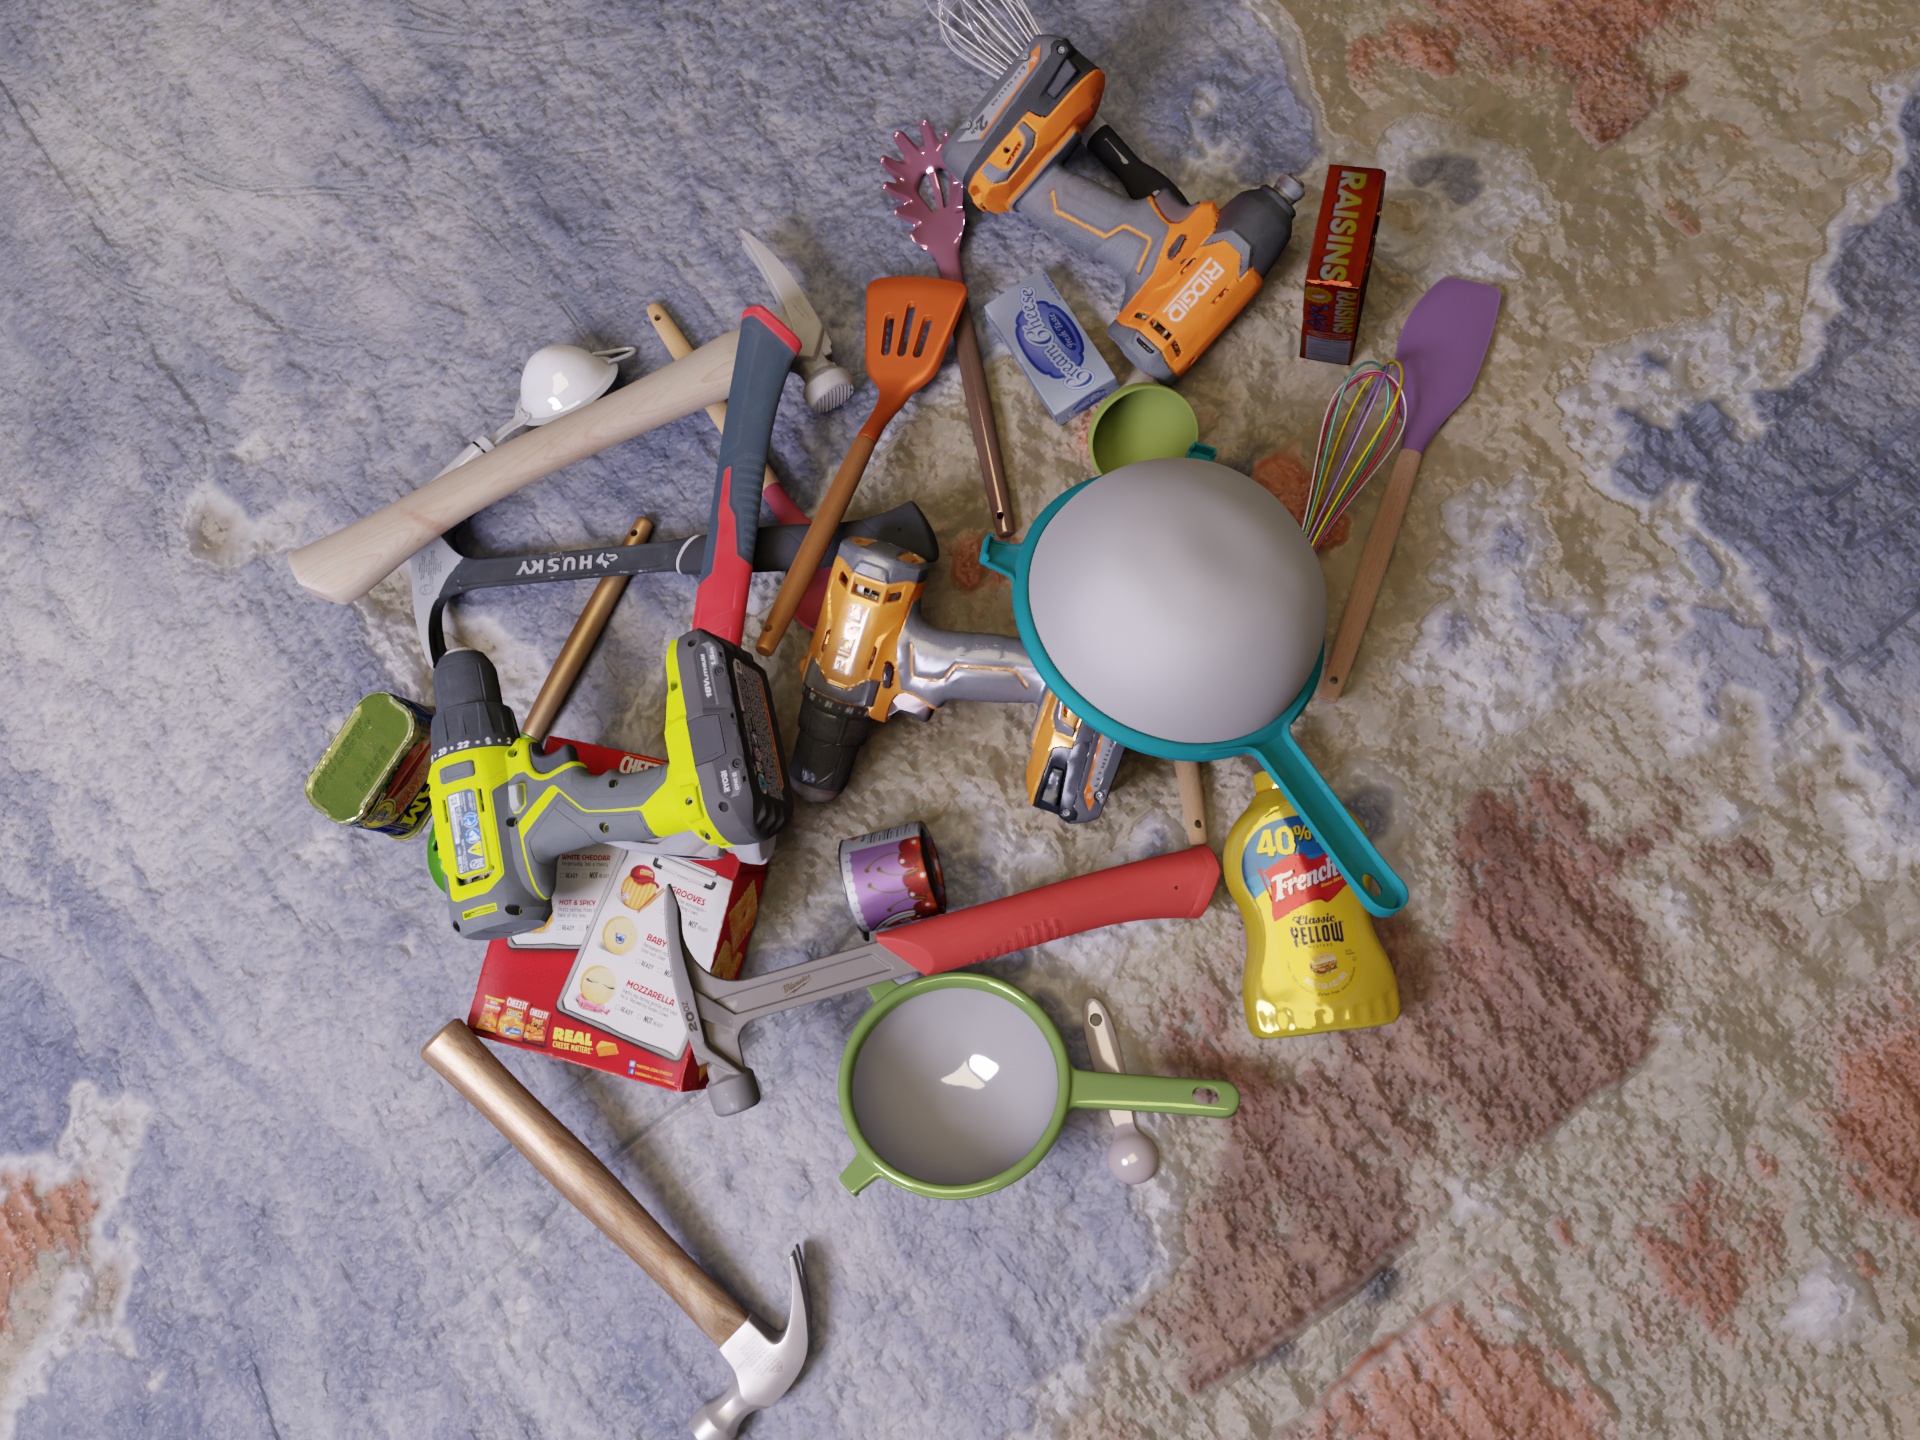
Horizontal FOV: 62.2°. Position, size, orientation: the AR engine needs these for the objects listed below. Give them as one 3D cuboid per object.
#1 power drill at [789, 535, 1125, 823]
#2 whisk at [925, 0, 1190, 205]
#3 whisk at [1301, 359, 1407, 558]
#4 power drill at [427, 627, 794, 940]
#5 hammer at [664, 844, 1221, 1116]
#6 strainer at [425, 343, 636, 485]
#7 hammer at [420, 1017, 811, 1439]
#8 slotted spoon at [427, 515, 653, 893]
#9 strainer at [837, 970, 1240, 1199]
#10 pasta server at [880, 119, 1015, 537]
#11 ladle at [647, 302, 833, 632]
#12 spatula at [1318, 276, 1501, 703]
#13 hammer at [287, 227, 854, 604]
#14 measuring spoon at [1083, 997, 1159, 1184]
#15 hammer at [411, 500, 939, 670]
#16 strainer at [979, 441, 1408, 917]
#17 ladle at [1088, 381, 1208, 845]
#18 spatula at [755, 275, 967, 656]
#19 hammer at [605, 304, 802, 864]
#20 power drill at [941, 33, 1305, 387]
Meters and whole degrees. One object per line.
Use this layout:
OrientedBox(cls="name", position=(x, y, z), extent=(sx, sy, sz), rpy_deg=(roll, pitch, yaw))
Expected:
OrientedBox(cls="power drill", position=(-0.002, -0.003, 1.069), extent=(0.226, 0.084, 0.185), rpy_deg=(20, 105, 7))
OrientedBox(cls="whisk", position=(0.074, -0.456, 1.171), extent=(0.070, 0.070, 0.285), rpy_deg=(-41, 80, 1))
OrientedBox(cls="whisk", position=(0.243, -0.134, 1.080), extent=(0.047, 0.051, 0.245), rpy_deg=(24, 90, 41))
OrientedBox(cls="power drill", position=(-0.236, 0.023, 1.020), extent=(0.228, 0.080, 0.191), rpy_deg=(-16, 75, 12))
OrientedBox(cls="hammer", position=(-0.006, 0.132, 1.027), extent=(0.359, 0.037, 0.149), rpy_deg=(-15, 88, -10))
OrientedBox(cls="strainer", position=(-0.347, -0.209, 1.180), extent=(0.258, 0.050, 0.087), rpy_deg=(-46, 44, -12))
OrientedBox(cls="hammer", position=(-0.230, 0.324, 1.059), extent=(0.331, 0.031, 0.130), rpy_deg=(45, 88, 1))
OrientedBox(cls="slotted spoon", position=(-0.307, -0.012, 1.173), extent=(0.070, 0.031, 0.314), rpy_deg=(25, 84, 17))
OrientedBox(cls="strainer", position=(0.050, 0.248, 1.037), extent=(0.256, 0.069, 0.152), rpy_deg=(3, 57, 4))
OrientedBox(cls="pasta server", position=(0.000, -0.285, 1.160), extent=(0.060, 0.040, 0.316), rpy_deg=(-15, 78, 20))
OrientedBox(cls="ladle", position=(-0.154, -0.191, 1.178), extent=(0.069, 0.031, 0.316), rpy_deg=(-35, 74, 5))
OrientedBox(cls="spatula", position=(0.299, -0.161, 1.091), extent=(0.060, 0.018, 0.316), rpy_deg=(17, 82, 17))
OrientedBox(cls="hammer", position=(-0.289, -0.207, 1.141), extent=(0.410, 0.038, 0.146), rpy_deg=(-29, 81, -9))
OrientedBox(cls="measuring spoon", position=(0.101, 0.245, 1.052), extent=(0.034, 0.018, 0.124), rpy_deg=(-16, 76, 7))
OrientedBox(cls="hammer", position=(-0.214, -0.114, 1.146), extent=(0.409, 0.036, 0.149), rpy_deg=(-3, 74, 15))
OrientedBox(cls="strainer", position=(0.179, -0.037, 0.970), extent=(0.211, 0.095, 0.340), rpy_deg=(-26, 72, -24))
OrientedBox(cls="ladle", position=(0.142, -0.075, 1.086), extent=(0.078, 0.062, 0.320), rpy_deg=(-6, 81, -5))
OrientedBox(cls="spatula", position=(-0.077, -0.181, 1.099), extent=(0.081, 0.041, 0.323), rpy_deg=(9, 59, 21))
OrientedBox(cls="hammer", position=(-0.176, -0.099, 1.091), extent=(0.143, 0.038, 0.386), rpy_deg=(4, 79, 12))
OrientedBox(cls="power drill", position=(0.117, -0.366, 1.105), extent=(0.226, 0.084, 0.164), rpy_deg=(44, 103, 3))
